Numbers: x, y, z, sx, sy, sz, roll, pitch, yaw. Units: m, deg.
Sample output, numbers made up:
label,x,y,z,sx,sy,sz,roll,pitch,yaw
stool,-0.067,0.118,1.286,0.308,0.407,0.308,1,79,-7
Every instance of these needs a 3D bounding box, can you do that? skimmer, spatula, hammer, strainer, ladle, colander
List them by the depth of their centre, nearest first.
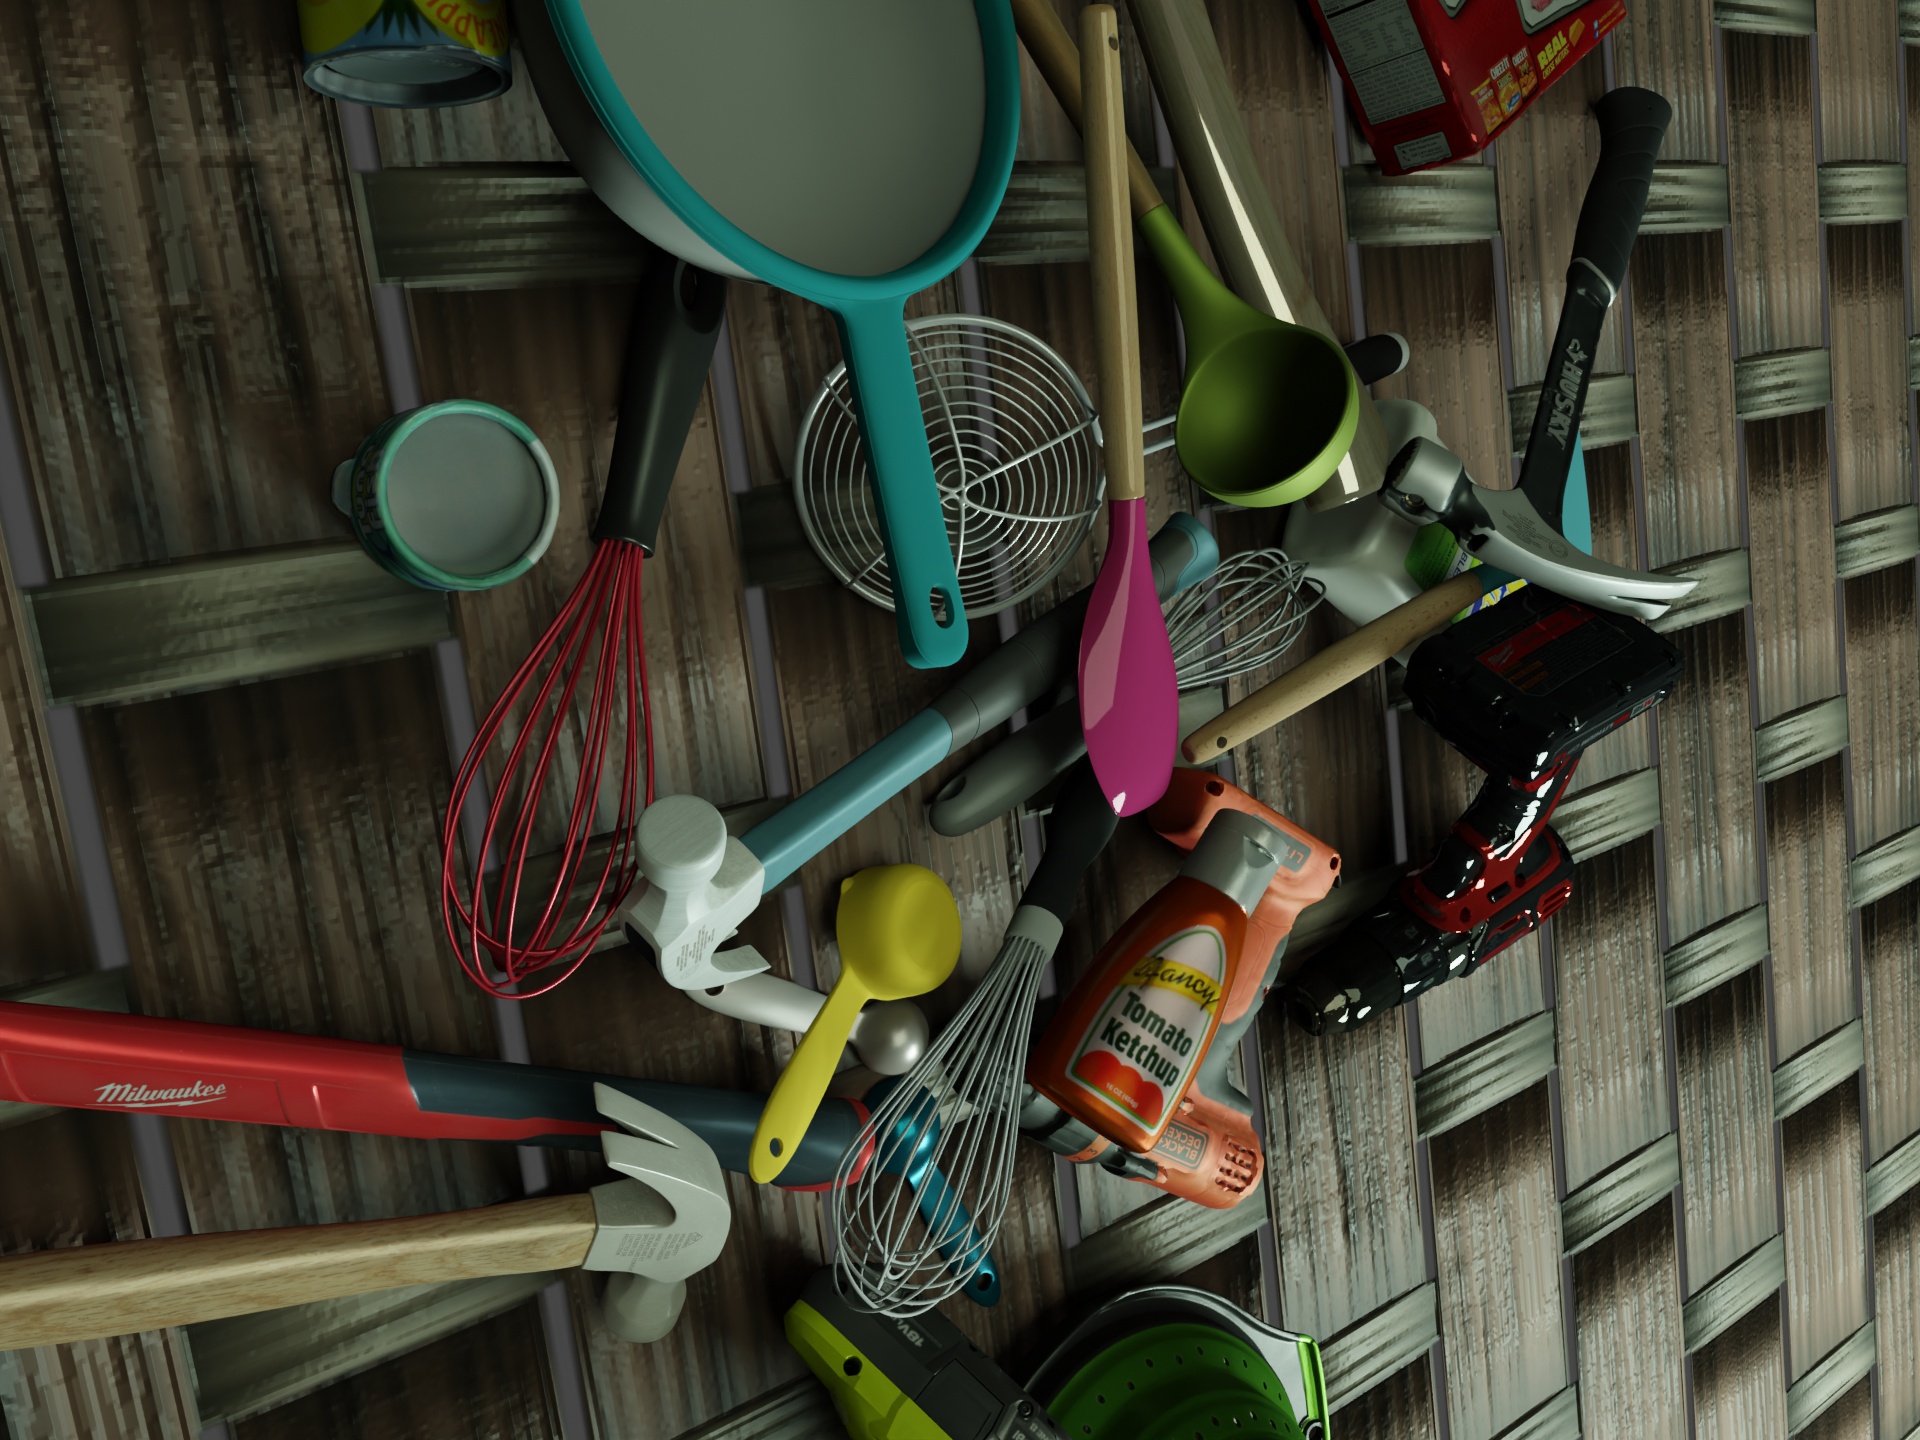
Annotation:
label,x,y,z,sx,sy,sz,roll,pitch,yaw
hammer,-0.232,0.176,0.510,0.331,0.031,0.130,2,131,-29
hammer,-0.177,0.115,0.531,0.386,0.038,0.143,18,123,-39
strainer,-0.068,-0.182,0.576,0.211,0.095,0.340,-20,102,-45
hammer,-0.001,-0.002,0.645,0.033,0.128,0.331,43,55,17
ladle,0.062,-0.231,0.649,0.320,0.078,0.062,59,20,-3
colander,0.034,0.377,0.679,0.397,0.094,0.204,-5,91,-29
hammer,0.090,-0.284,0.690,0.146,0.038,0.410,-26,98,-30
skimmer,0.085,-0.143,0.738,0.363,0.090,0.127,-26,119,-42
spatula,0.220,-0.054,0.766,0.317,0.044,0.082,-28,116,-25
hammer,0.332,-0.215,0.832,0.149,0.036,0.409,29,55,-2

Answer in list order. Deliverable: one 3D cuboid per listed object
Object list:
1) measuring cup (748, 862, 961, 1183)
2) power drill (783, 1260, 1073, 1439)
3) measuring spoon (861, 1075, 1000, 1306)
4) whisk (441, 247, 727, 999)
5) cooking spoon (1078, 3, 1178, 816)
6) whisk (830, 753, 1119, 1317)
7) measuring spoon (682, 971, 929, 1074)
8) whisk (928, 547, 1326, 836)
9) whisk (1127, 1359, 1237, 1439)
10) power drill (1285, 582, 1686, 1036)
label,x,y,z,sx,sy,sz,roll,pitch,yaw
measuring cup,-0.040,0.118,0.632,0.062,0.029,0.157,56,39,-24
power drill,-0.075,0.325,0.601,0.171,0.080,0.223,40,63,13
measuring spoon,-0.006,0.214,0.703,0.042,0.021,0.128,-36,112,-28
whisk,-0.128,-0.045,0.580,0.073,0.073,0.296,20,76,-35
cooking spoon,0.065,-0.115,0.637,0.068,0.017,0.318,-21,111,-45
whisk,0.020,0.114,0.657,0.070,0.070,0.285,52,46,-26
measuring spoon,-0.061,0.122,0.660,0.124,0.018,0.034,23,80,-33
whisk,0.080,-0.014,0.734,0.239,0.055,0.055,-34,112,-24
whisk,0.164,0.392,0.826,0.244,0.047,0.051,46,69,-25
power drill,0.252,0.056,0.799,0.188,0.080,0.226,-26,140,-25
